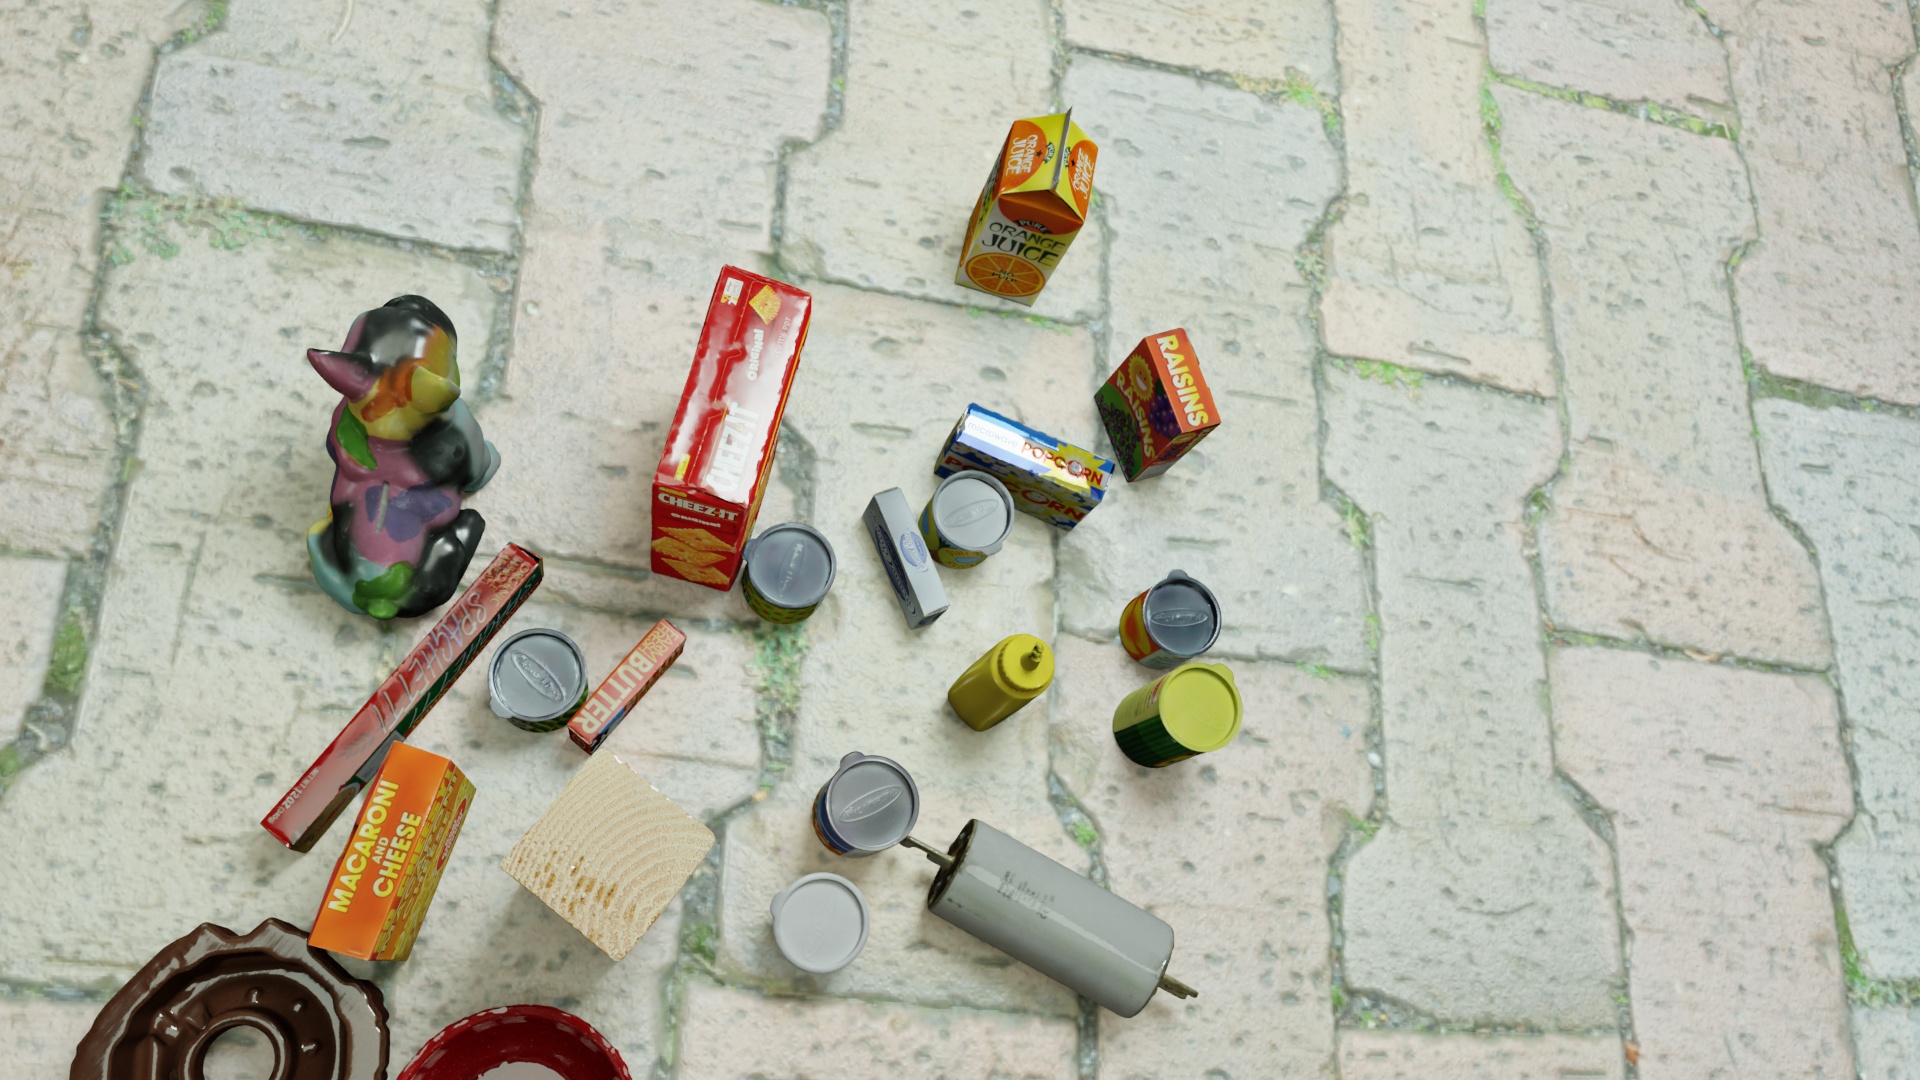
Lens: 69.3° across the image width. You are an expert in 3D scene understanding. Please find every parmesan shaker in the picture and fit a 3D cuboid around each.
[{"bbox_3d":[0.167,0.134,1.067,0.071,0.102,0.071,4,73,-13],"label":"parmesan shaker"}]

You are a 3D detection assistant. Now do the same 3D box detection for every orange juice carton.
[{"bbox_3d":[0.057,-0.269,1.118,0.073,0.192,0.072,15,71,-9],"label":"orange juice carton"}]

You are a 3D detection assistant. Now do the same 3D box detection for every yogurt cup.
[{"bbox_3d":[-0.101,0.272,0.985,0.072,0.053,0.072,4,72,-13],"label":"yogurt cup"}]

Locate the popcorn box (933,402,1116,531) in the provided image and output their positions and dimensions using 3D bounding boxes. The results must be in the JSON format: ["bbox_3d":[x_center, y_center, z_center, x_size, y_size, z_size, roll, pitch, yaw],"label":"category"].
[{"bbox_3d":[0.049,-0.057,1.108,0.127,0.085,0.038,23,70,-6],"label":"popcorn box"}]

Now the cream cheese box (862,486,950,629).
[{"bbox_3d":[-0.043,0.015,1.080,0.024,0.053,0.104,-20,79,-18],"label":"cream cheese box"}]

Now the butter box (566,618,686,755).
[{"bbox_3d":[-0.241,0.105,1.003,0.024,0.053,0.104,39,68,0],"label":"butter box"}]

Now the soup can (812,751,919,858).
[{"bbox_3d":[-0.071,0.191,1.001,0.071,0.083,0.071,4,73,-13],"label":"soup can"}]

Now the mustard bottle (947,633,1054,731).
[{"bbox_3d":[0.036,0.100,1.015,0.065,0.159,0.049,-39,86,-21],"label":"mustard bottle"}]

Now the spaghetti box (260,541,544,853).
[{"bbox_3d":[-0.382,0.106,0.969,0.029,0.050,0.251,36,68,-1],"label":"spaghetti box"}]

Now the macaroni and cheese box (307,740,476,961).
[{"bbox_3d":[-0.357,0.202,0.883,0.040,0.166,0.124,19,70,-8],"label":"macaroni and cheese box"}]

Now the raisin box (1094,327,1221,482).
[{"bbox_3d":[0.159,-0.108,1.130,0.040,0.123,0.086,-15,78,-17],"label":"raisin box"}]

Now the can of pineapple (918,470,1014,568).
[{"bbox_3d":[0.004,-0.014,1.098,0.071,0.057,0.071,4,72,-13],"label":"can of pineapple"}]

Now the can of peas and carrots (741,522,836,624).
[{"bbox_3d":[-0.133,0.025,1.051,0.071,0.058,0.071,4,72,-13],"label":"can of peas and carrots"}]

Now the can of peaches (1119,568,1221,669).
[{"bbox_3d":[0.167,0.064,1.113,0.071,0.058,0.071,4,72,-13],"label":"can of peaches"}]

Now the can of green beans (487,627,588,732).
[{"bbox_3d":[-0.299,0.101,0.987,0.071,0.057,0.071,4,72,-13],"label":"can of green beans"}]
